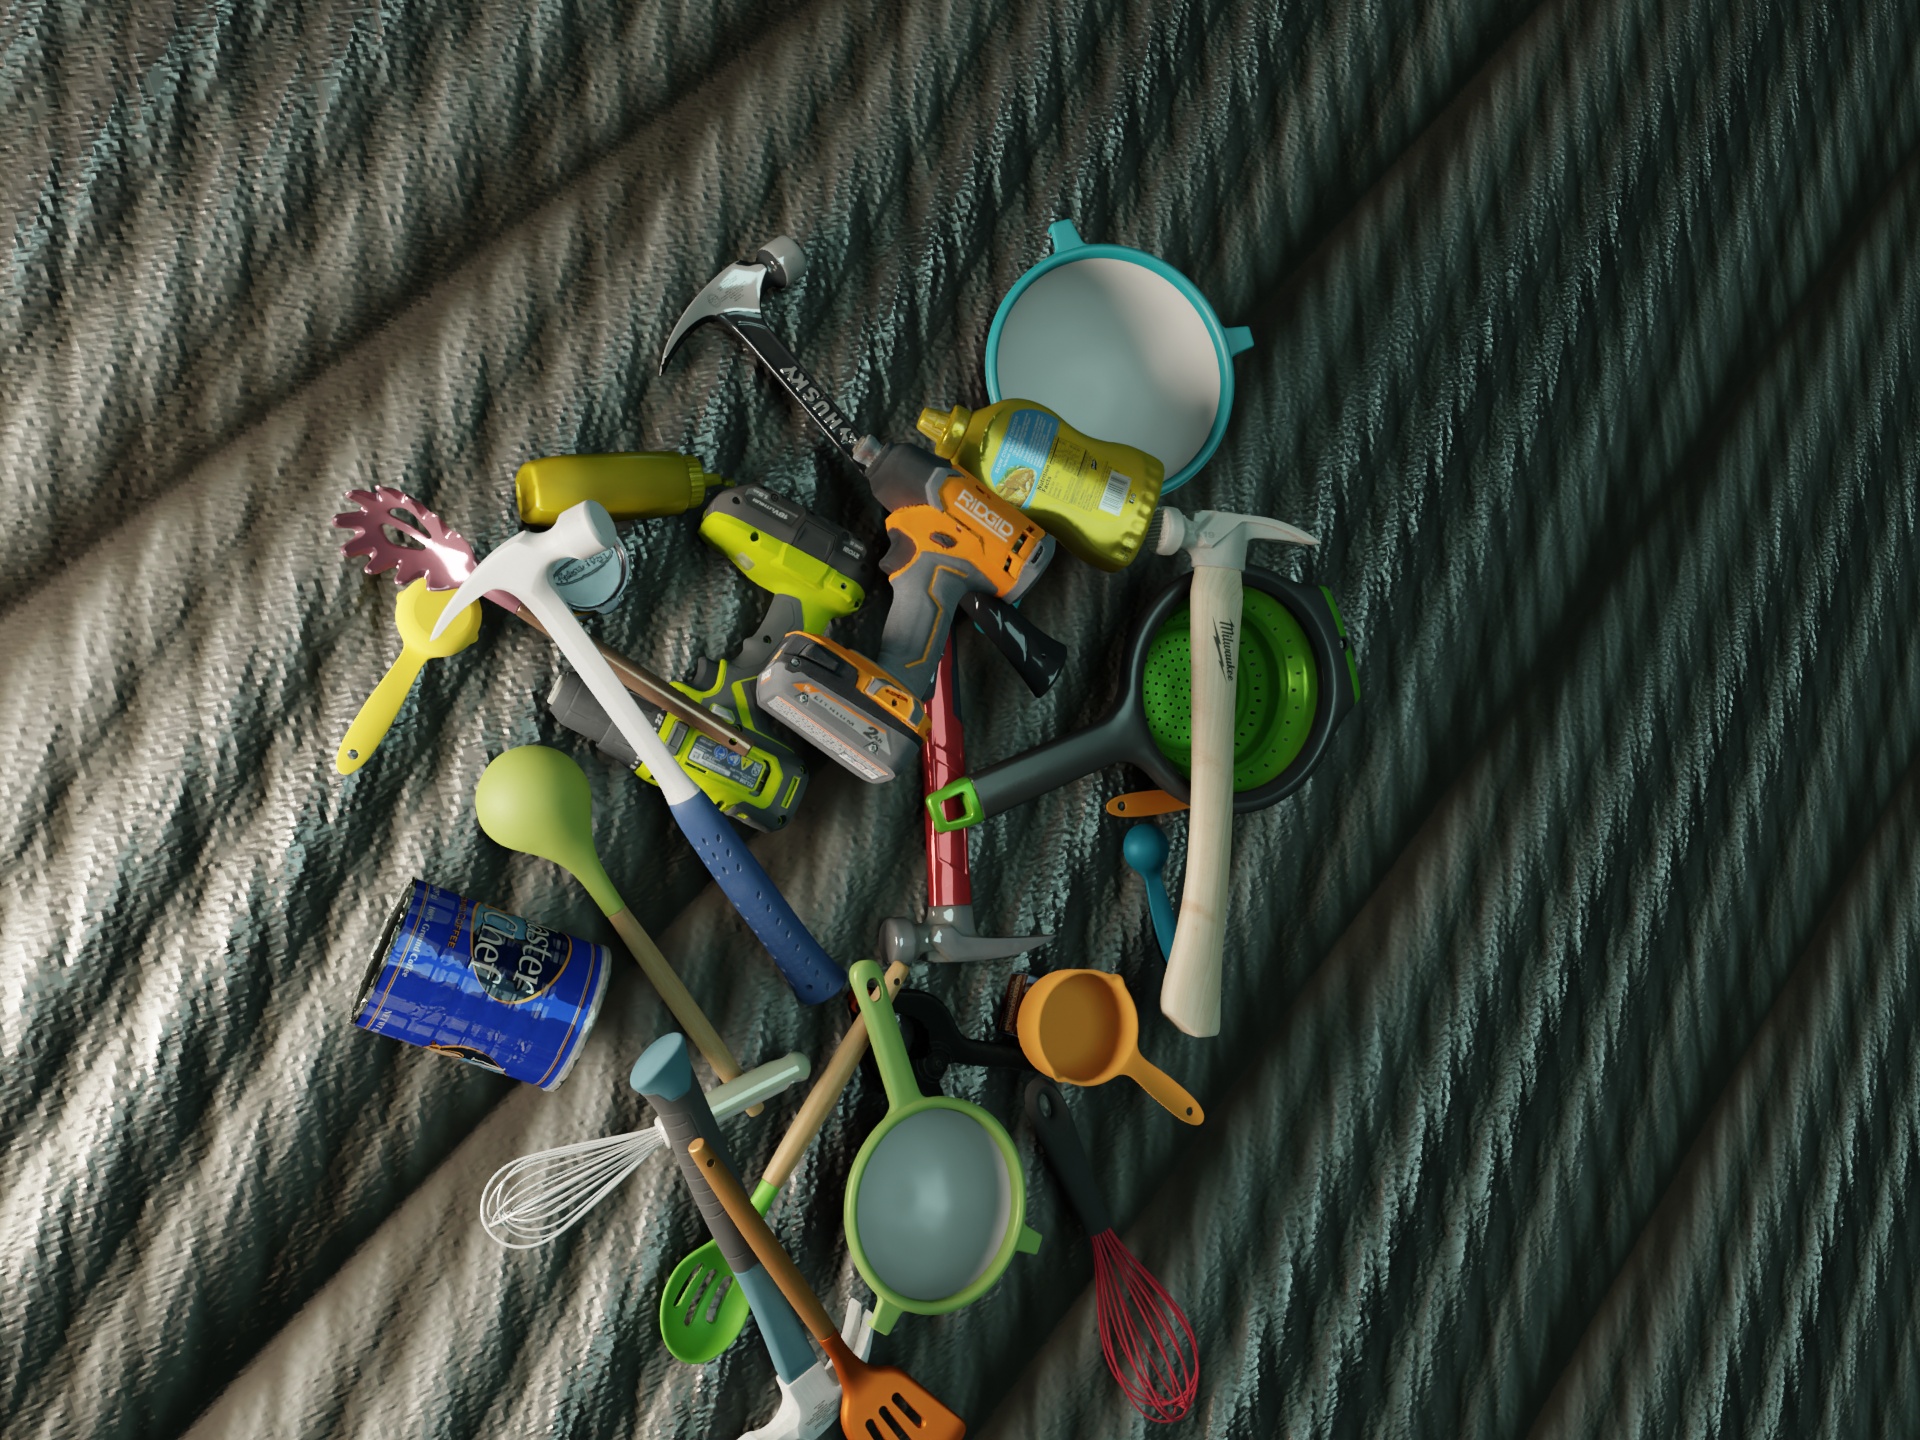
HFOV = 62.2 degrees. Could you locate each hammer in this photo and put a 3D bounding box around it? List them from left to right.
[{"bbox_3d":[-0.202,0.046,1.104,0.144,0.035,0.405,-23,116,16],"label":"hammer"},{"bbox_3d":[-0.151,0.363,1.099,0.128,0.033,0.330,-30,113,-28],"label":"hammer"},{"bbox_3d":[-0.062,-0.181,1.220,0.149,0.036,0.409,-40,89,-21],"label":"hammer"},{"bbox_3d":[-0.002,-0.004,1.263,0.143,0.038,0.386,0,83,-26],"label":"hammer"},{"bbox_3d":[0.207,0.042,1.257,0.146,0.038,0.410,3,90,-24],"label":"hammer"}]

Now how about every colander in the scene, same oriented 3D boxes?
[{"bbox_3d":[0.137,0.002,1.298,0.397,0.094,0.204,-22,99,-21],"label":"colander"}]

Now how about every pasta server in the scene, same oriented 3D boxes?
[{"bbox_3d":[-0.279,-0.062,1.090,0.316,0.040,0.060,33,104,-6],"label":"pasta server"}]

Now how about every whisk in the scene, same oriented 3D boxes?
[{"bbox_3d":[-0.214,0.292,1.108,0.246,0.057,0.059,-23,74,-24],"label":"whisk"},{"bbox_3d":[0.115,0.413,1.243,0.073,0.073,0.296,-25,95,-26],"label":"whisk"}]

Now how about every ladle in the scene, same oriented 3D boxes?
[{"bbox_3d":[-0.235,0.156,1.137,0.078,0.062,0.320,-37,106,-21],"label":"ladle"}]

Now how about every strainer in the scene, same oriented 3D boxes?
[{"bbox_3d":[-0.046,0.299,1.159,0.151,0.069,0.256,-17,89,-33],"label":"strainer"},{"bbox_3d":[0.085,-0.220,1.309,0.211,0.095,0.340,27,82,-12],"label":"strainer"}]

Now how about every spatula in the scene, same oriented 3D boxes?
[{"bbox_3d":[-0.099,0.409,1.097,0.081,0.041,0.322,-38,115,-23],"label":"spatula"}]

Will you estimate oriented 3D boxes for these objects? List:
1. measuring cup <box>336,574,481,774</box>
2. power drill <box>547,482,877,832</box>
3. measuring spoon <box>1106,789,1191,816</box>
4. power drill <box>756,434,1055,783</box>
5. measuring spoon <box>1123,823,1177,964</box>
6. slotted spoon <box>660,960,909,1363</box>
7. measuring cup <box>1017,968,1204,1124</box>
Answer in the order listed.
[{"bbox_3d":[-0.382,-0.032,1.091,0.062,0.029,0.157,32,68,-18],"label":"measuring cup"},{"bbox_3d":[-0.175,-0.053,1.168,0.190,0.080,0.228,27,75,-17],"label":"power drill"},{"bbox_3d":[0.175,0.069,1.354,0.117,0.011,0.021,-5,85,-22],"label":"measuring spoon"},{"bbox_3d":[-0.050,-0.088,1.138,0.164,0.084,0.226,36,71,-12],"label":"power drill"},{"bbox_3d":[0.170,0.148,1.332,0.042,0.021,0.128,-14,88,-26],"label":"measuring spoon"},{"bbox_3d":[-0.121,0.313,1.150,0.070,0.031,0.314,37,77,-26],"label":"slotted spoon"},{"bbox_3d":[0.118,0.262,1.242,0.173,0.052,0.095,41,69,-17],"label":"measuring cup"}]
